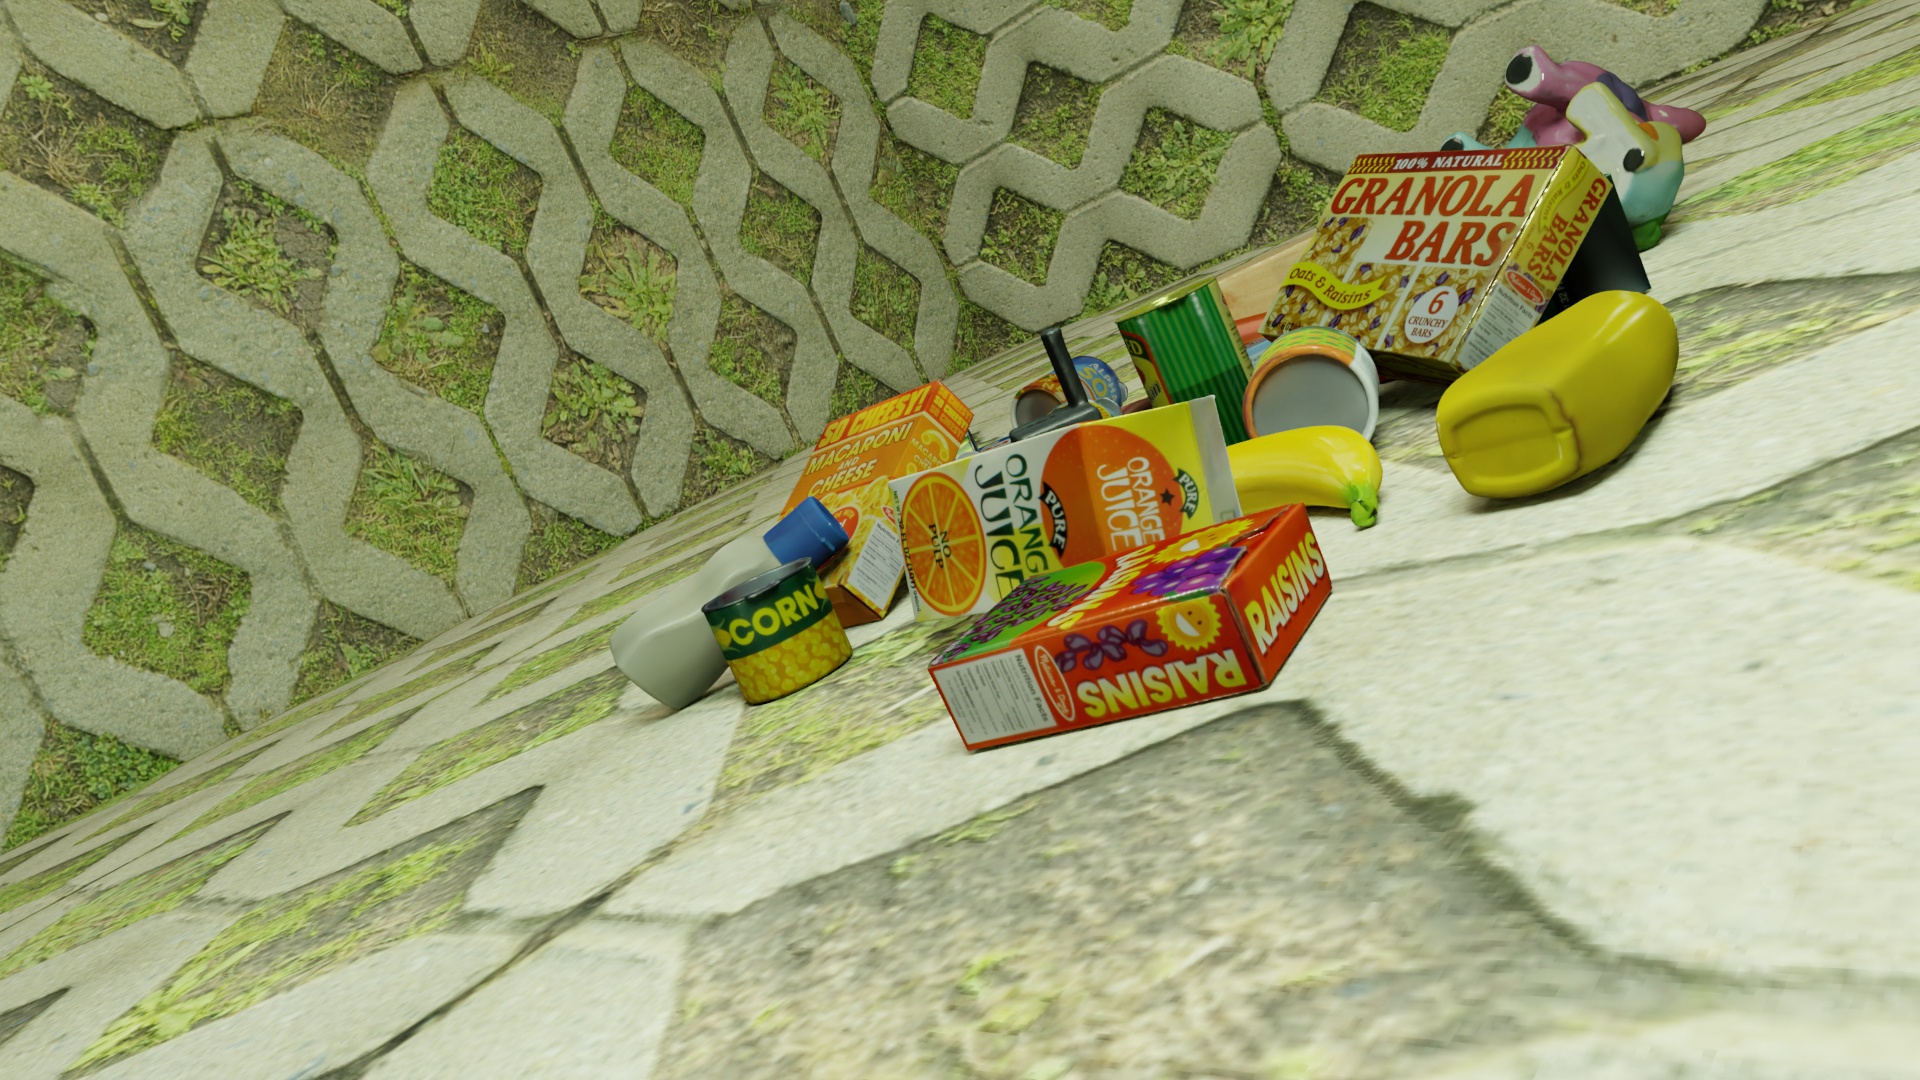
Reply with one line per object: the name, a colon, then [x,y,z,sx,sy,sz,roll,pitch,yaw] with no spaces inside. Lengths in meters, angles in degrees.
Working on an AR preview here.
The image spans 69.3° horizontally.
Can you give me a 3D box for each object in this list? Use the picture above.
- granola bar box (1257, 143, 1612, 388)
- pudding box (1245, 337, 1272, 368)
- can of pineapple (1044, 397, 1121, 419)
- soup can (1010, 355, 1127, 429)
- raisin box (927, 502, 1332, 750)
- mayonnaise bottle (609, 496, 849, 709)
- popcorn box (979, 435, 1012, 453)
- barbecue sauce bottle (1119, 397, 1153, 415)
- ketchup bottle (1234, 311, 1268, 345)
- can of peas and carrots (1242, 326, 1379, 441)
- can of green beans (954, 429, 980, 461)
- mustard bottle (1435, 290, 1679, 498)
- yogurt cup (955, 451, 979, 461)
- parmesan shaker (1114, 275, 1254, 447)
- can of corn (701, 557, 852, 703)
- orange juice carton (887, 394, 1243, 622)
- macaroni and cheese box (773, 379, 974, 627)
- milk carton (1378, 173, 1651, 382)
granola bar box: [0.248,-0.150,0.752,0.124,0.039,0.166,-60,26,0]
pudding box: [0.175,-0.096,0.910,0.084,0.049,0.030,-26,7,-7]
can of pineapple: [0.070,-0.051,0.867,0.071,0.071,0.058,-20,11,29]
soup can: [0.094,-0.117,1.206,0.071,0.071,0.084,-17,12,42]
raisin box: [0.062,0.030,0.504,0.123,0.040,0.086,-18,10,35]
mayonnaise bottle: [-0.133,0.034,0.820,0.148,0.064,0.041,-40,41,2]
popcorn box: [-0.009,-0.040,1.110,0.126,0.038,0.085,-23,9,8]
barbecue sauce bottle: [0.088,-0.065,0.982,0.065,0.043,0.148,-31,10,-31]
ketchup bottle: [0.246,-0.136,0.941,0.148,0.064,0.044,-13,54,27]
can of peas and carrots: [0.177,-0.072,0.709,0.071,0.071,0.059,-21,10,21]
can of green beans: [-0.007,-0.038,1.001,0.058,0.071,0.071,-24,8,5]
mustard bottle: [0.247,-0.066,0.545,0.161,0.048,0.065,-31,11,-39]
yogurt cup: [0.003,-0.010,0.831,0.073,0.072,0.054,-29,1,-26]
parmesan shaker: [0.144,-0.099,0.840,0.071,0.103,0.071,-24,8,4]
can of corn: [-0.100,0.050,0.762,0.071,0.058,0.071,-24,8,4]
orange juice carton: [0.052,-0.011,0.619,0.073,0.072,0.192,-11,-1,-36]
macaroni and cheese box: [-0.070,-0.017,0.903,0.123,0.040,0.167,-15,42,46]
milk carton: [0.295,-0.148,0.827,0.074,0.072,0.190,-30,11,-31]
